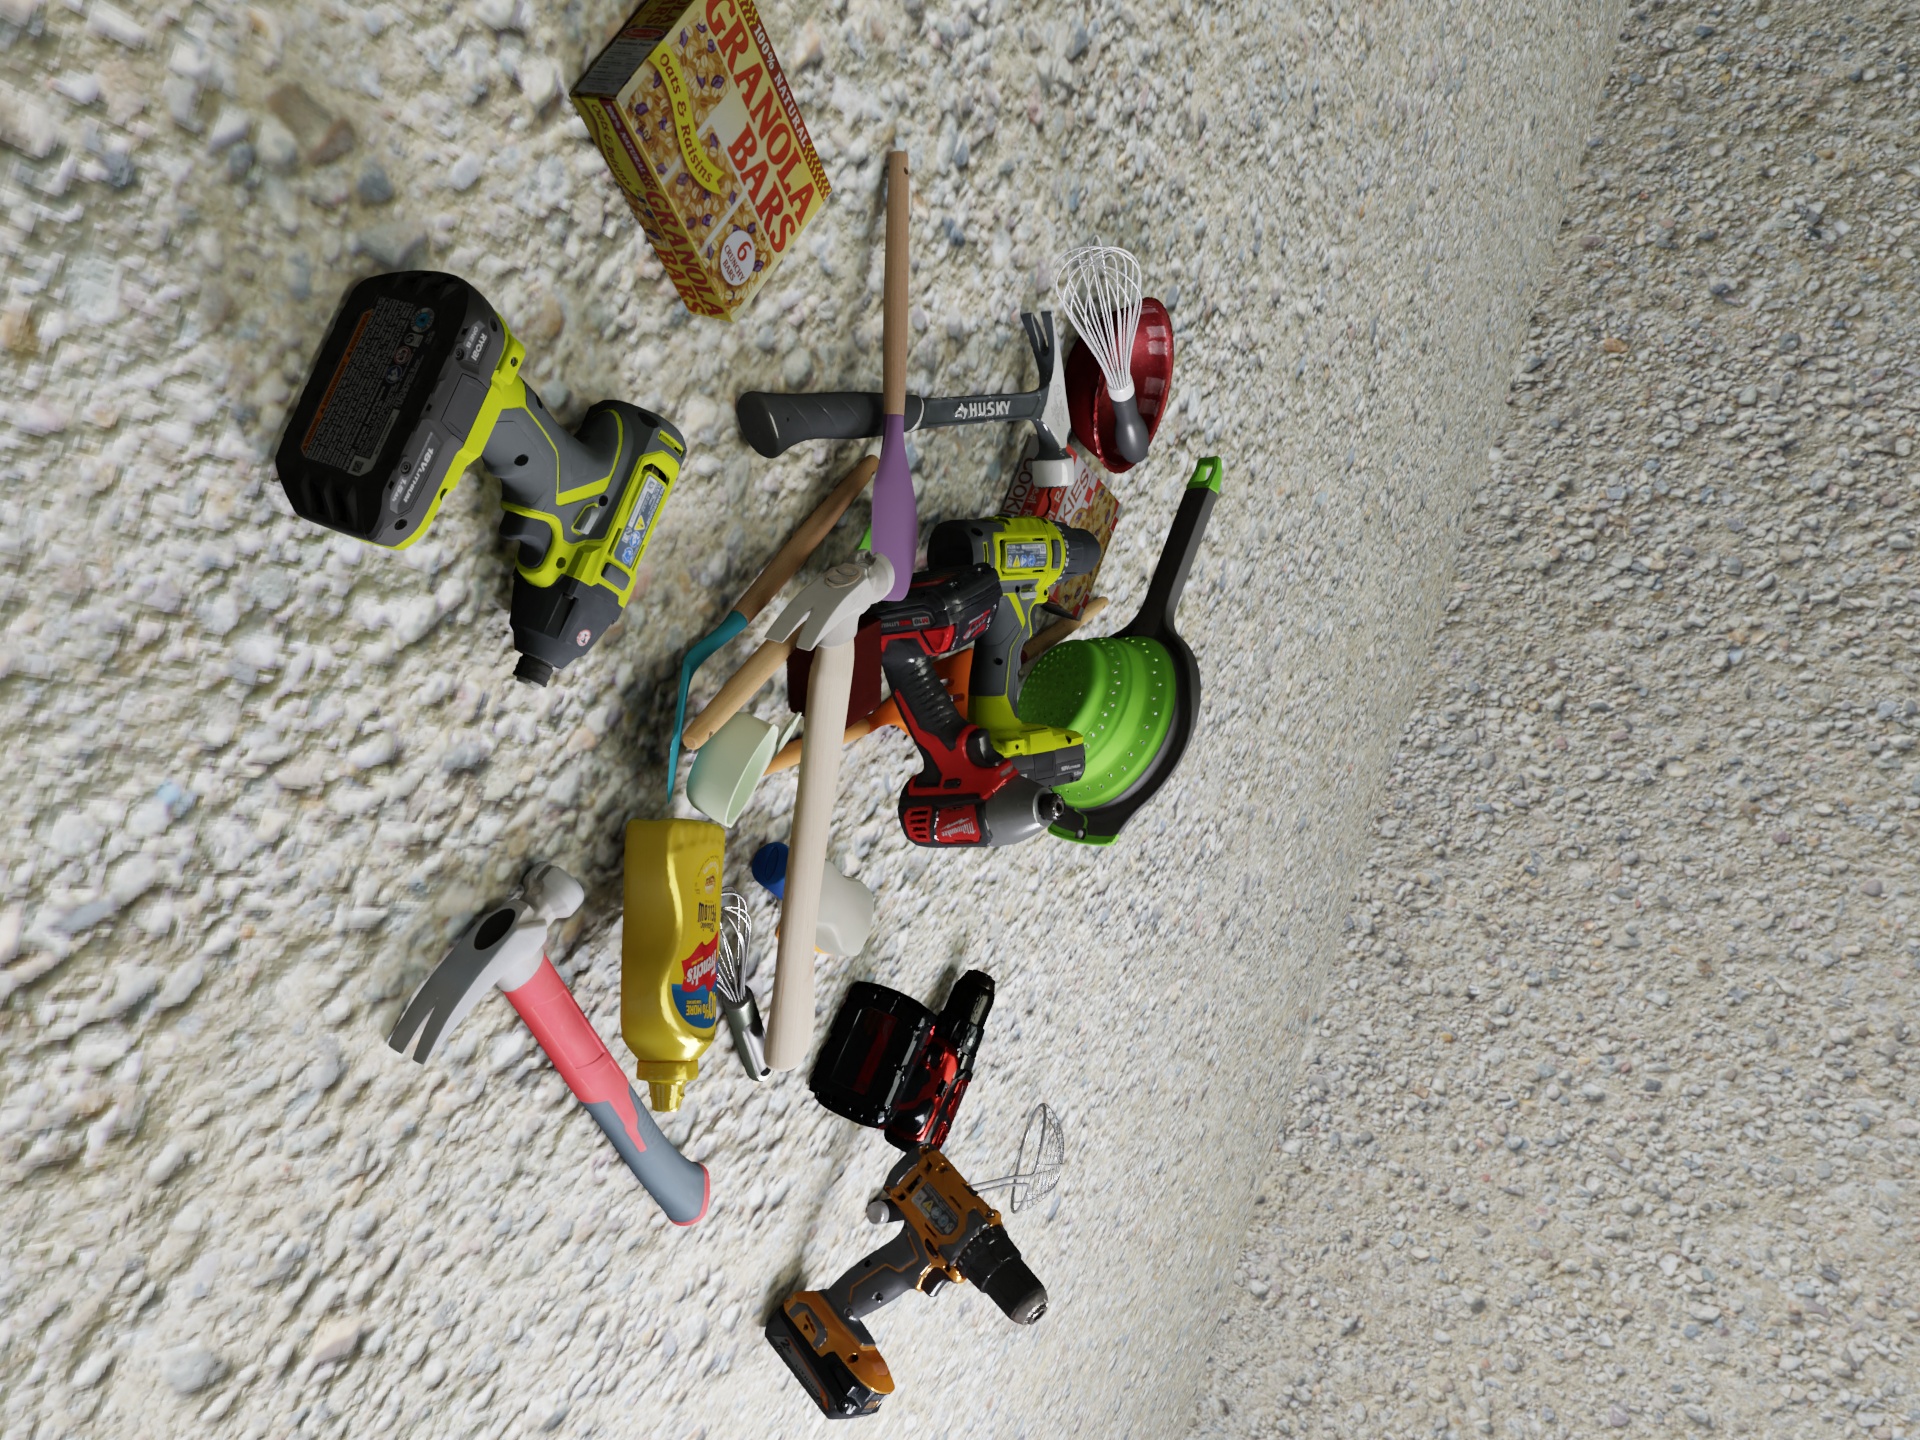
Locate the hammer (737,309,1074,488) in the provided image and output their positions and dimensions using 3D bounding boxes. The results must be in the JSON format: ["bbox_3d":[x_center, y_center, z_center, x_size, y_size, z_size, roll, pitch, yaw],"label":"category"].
[{"bbox_3d":[-0.026,-0.240,1.212,0.409,0.036,0.149,-19,108,-55],"label":"hammer"}]

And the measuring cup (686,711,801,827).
[{"bbox_3d":[-0.149,0.017,1.121,0.168,0.038,0.083,-61,176,-70],"label":"measuring cup"}]

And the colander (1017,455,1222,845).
[{"bbox_3d":[0.147,-0.084,1.489,0.094,0.204,0.397,27,79,-31],"label":"colander"}]

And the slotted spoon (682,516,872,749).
[{"bbox_3d":[-0.110,-0.069,1.116,0.314,0.031,0.070,-54,162,-49],"label":"slotted spoon"}]

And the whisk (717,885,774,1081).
[{"bbox_3d":[-0.171,0.206,1.210,0.058,0.059,0.246,-42,146,-28],"label":"whisk"}]

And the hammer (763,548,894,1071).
[{"bbox_3d":[-0.112,0.088,1.138,0.146,0.038,0.410,-51,154,-60],"label":"hammer"}]

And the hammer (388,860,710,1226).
[{"bbox_3d":[-0.256,0.264,1.093,0.143,0.038,0.385,-53,147,-30],"label":"hammer"}]

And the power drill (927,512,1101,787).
[{"bbox_3d":[0.054,-0.061,1.351,0.190,0.080,0.228,-8,100,-49],"label":"power drill"}]

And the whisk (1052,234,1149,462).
[{"bbox_3d":[0.129,-0.302,1.340,0.070,0.070,0.284,-63,157,-18],"label":"whisk"}]

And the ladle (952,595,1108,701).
[{"bbox_3d":[0.071,-0.070,1.518,0.315,0.031,0.069,-35,147,-53],"label":"ladle"}]

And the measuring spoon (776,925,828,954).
[{"bbox_3d":[-0.120,0.183,1.326,0.116,0.011,0.021,32,77,-62],"label":"measuring spoon"}]

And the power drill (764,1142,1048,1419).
[{"bbox_3d":[-0.044,0.524,1.429,0.226,0.185,0.084,-48,151,0],"label":"power drill"}]

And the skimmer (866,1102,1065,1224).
[{"bbox_3d":[0.002,0.492,1.721,0.363,0.090,0.127,8,102,-52],"label":"skimmer"}]

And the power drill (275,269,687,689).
[{"bbox_3d":[-0.244,-0.121,0.848,0.171,0.080,0.223,-68,156,-8],"label":"power drill"}]

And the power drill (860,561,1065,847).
[{"bbox_3d":[-0.002,-0.004,1.234,0.078,0.143,0.219,-33,113,-49],"label":"power drill"}]

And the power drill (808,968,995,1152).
[{"bbox_3d":[-0.039,0.306,1.485,0.188,0.080,0.226,-66,155,-12],"label":"power drill"}]

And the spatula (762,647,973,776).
[{"bbox_3d":[-0.084,0.010,1.260,0.322,0.041,0.081,-23,113,-55],"label":"spatula"}]

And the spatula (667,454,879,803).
[{"bbox_3d":[-0.132,-0.082,1.114,0.318,0.044,0.082,-56,171,-33],"label":"spatula"}]

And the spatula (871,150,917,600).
[{"bbox_3d":[-0.046,-0.244,1.136,0.059,0.018,0.316,-7,99,-58],"label":"spatula"}]
